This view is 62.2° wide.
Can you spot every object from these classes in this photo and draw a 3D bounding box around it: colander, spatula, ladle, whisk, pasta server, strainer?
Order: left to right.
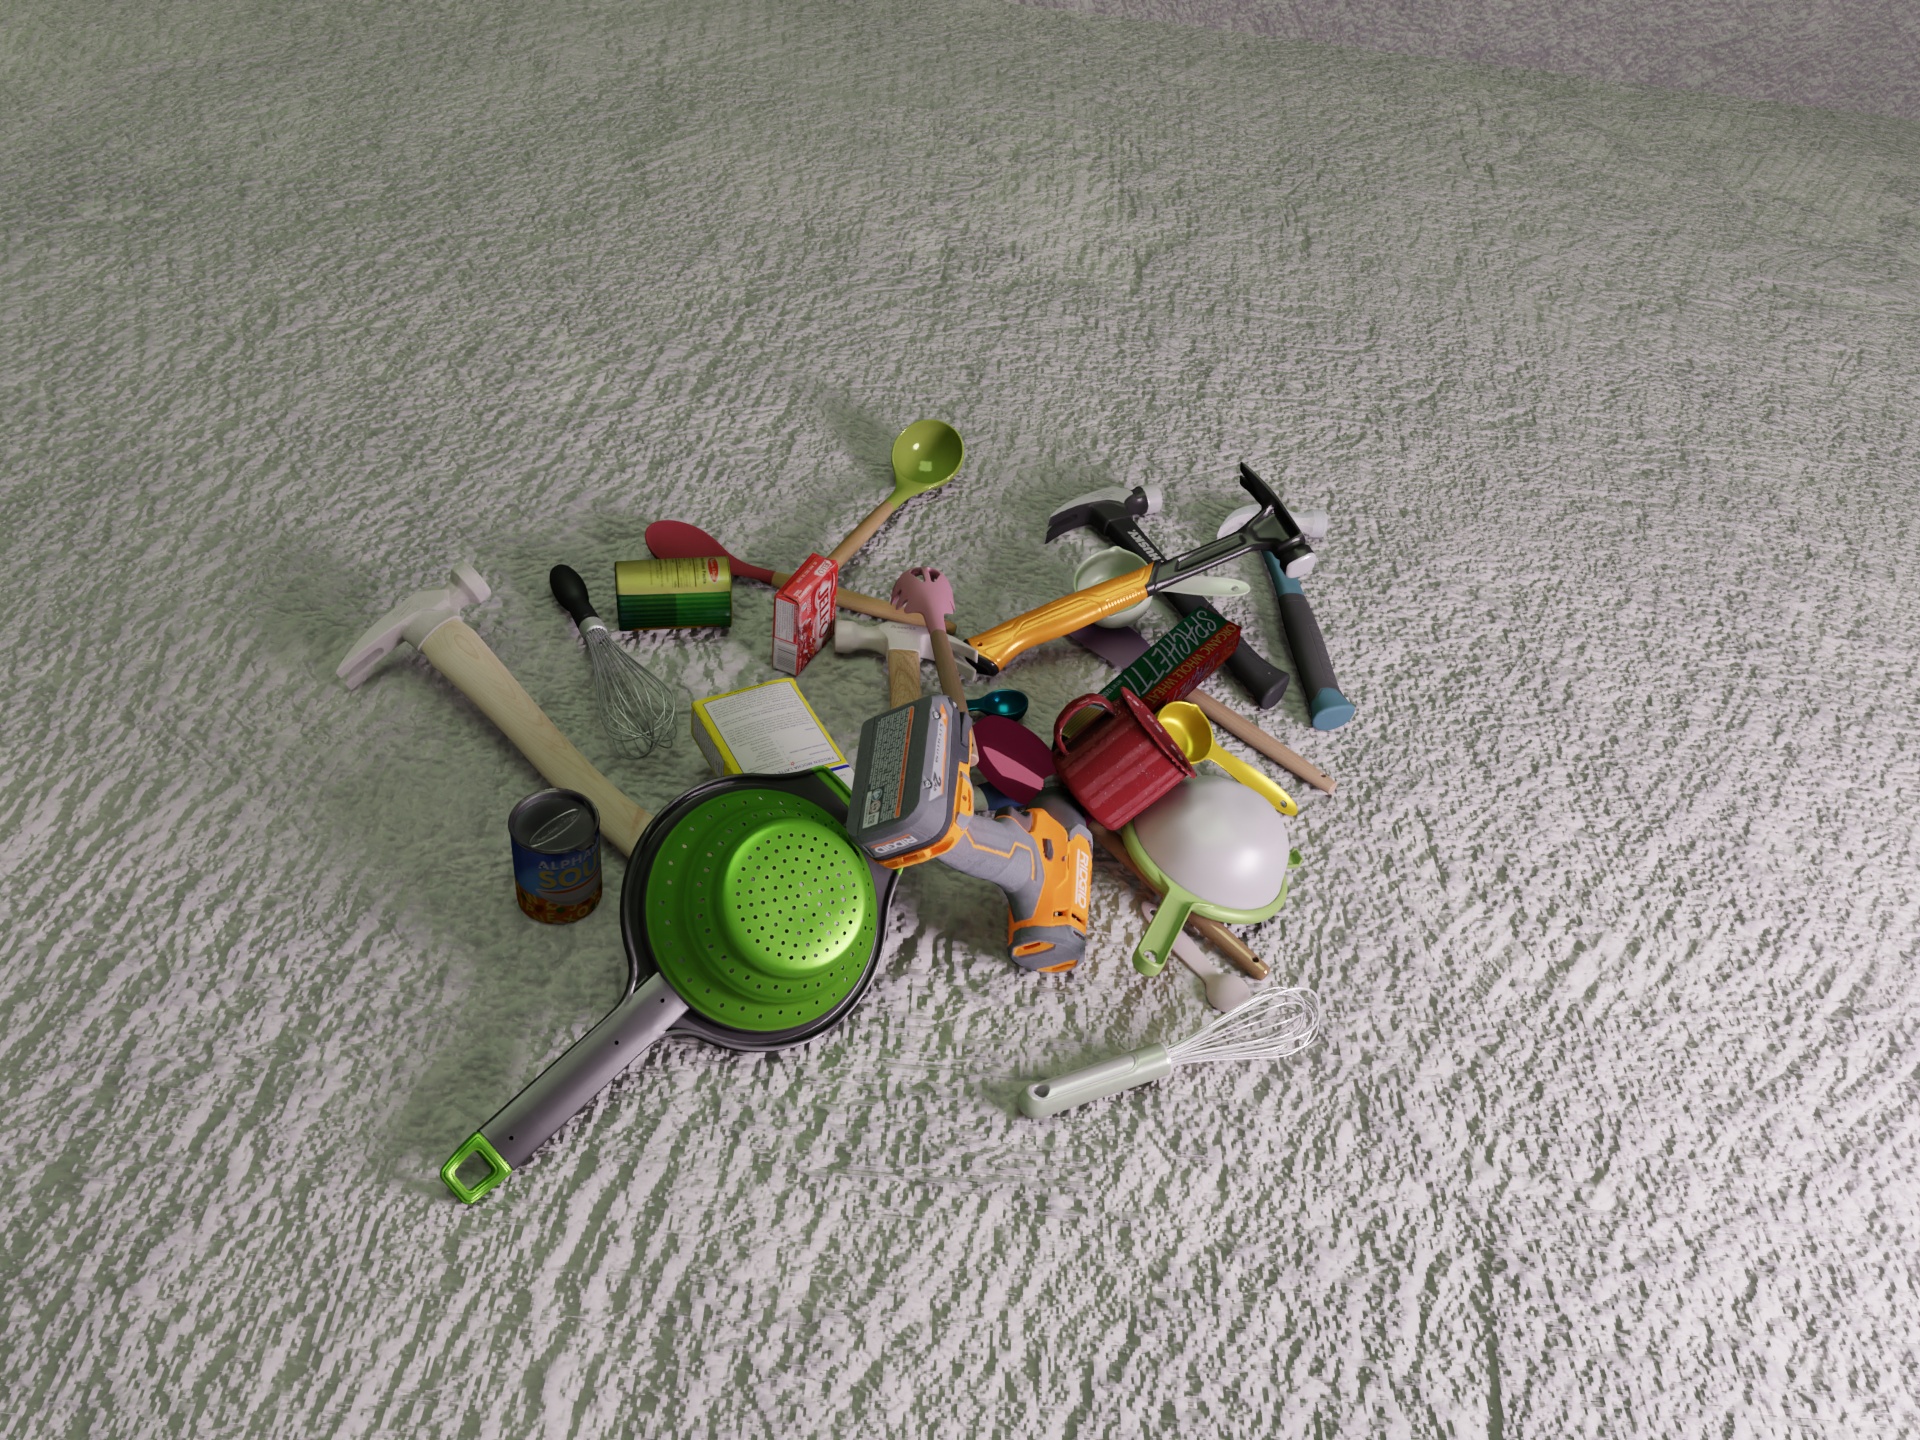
[{"bbox_3d":[-0.315,-0.062,1.409,0.070,0.070,0.285,-14,42,-24],"label":"whisk"},{"bbox_3d":[-0.184,0.179,1.090,0.397,0.094,0.204,-42,97,-27],"label":"colander"},{"bbox_3d":[-0.155,-0.131,1.531,0.315,0.031,0.069,17,43,6],"label":"ladle"},{"bbox_3d":[-0.084,-0.212,1.593,0.078,0.062,0.320,21,40,13],"label":"ladle"},{"bbox_3d":[-0.016,-0.053,1.398,0.060,0.040,0.317,0,35,-11],"label":"pasta server"},{"bbox_3d":[0.156,0.244,1.162,0.246,0.059,0.058,-14,35,-17],"label":"whisk"},{"bbox_3d":[0.220,-0.023,1.483,0.316,0.018,0.060,37,47,29],"label":"spatula"},{"bbox_3d":[0.191,0.110,1.248,0.151,0.069,0.256,32,33,7],"label":"strainer"}]

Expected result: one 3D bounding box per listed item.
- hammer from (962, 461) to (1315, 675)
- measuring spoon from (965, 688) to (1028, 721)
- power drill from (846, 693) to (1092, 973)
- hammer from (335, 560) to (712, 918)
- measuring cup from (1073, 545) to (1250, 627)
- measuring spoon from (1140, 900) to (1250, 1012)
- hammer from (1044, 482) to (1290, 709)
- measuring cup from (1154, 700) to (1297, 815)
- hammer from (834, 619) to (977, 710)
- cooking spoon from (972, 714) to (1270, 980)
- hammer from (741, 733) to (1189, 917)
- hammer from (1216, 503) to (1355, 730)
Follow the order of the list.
[{"bbox_3d":[0.156,-0.130,1.496,0.337,0.034,0.127,-24,60,-6],"label":"hammer"},{"bbox_3d":[-0.002,-0.005,1.431,0.128,0.021,0.042,-6,34,-3],"label":"measuring spoon"},{"bbox_3d":[0.020,0.074,1.200,0.084,0.226,0.164,-21,47,34],"label":"power drill"},{"bbox_3d":[-0.344,0.030,1.301,0.146,0.038,0.411,-43,65,-16],"label":"hammer"},{"bbox_3d":[0.193,-0.122,1.529,0.167,0.038,0.083,3,60,8],"label":"measuring cup"},{"bbox_3d":[0.183,0.181,1.254,0.034,0.018,0.124,-20,49,-28],"label":"measuring spoon"},{"bbox_3d":[0.214,-0.126,1.582,0.146,0.035,0.335,-15,47,-25],"label":"hammer"},{"bbox_3d":[0.227,0.042,1.384,0.156,0.029,0.062,35,58,-13],"label":"measuring cup"},{"bbox_3d":[-0.043,0.002,1.355,0.130,0.031,0.332,3,31,-6],"label":"hammer"},{"bbox_3d":[0.127,0.100,1.298,0.319,0.017,0.069,41,54,19],"label":"cooking spoon"},{"bbox_3d":[0.005,0.063,1.340,0.405,0.035,0.144,-12,46,-21],"label":"hammer"},{"bbox_3d":[0.335,-0.112,1.588,0.128,0.033,0.331,3,43,-8],"label":"hammer"}]
